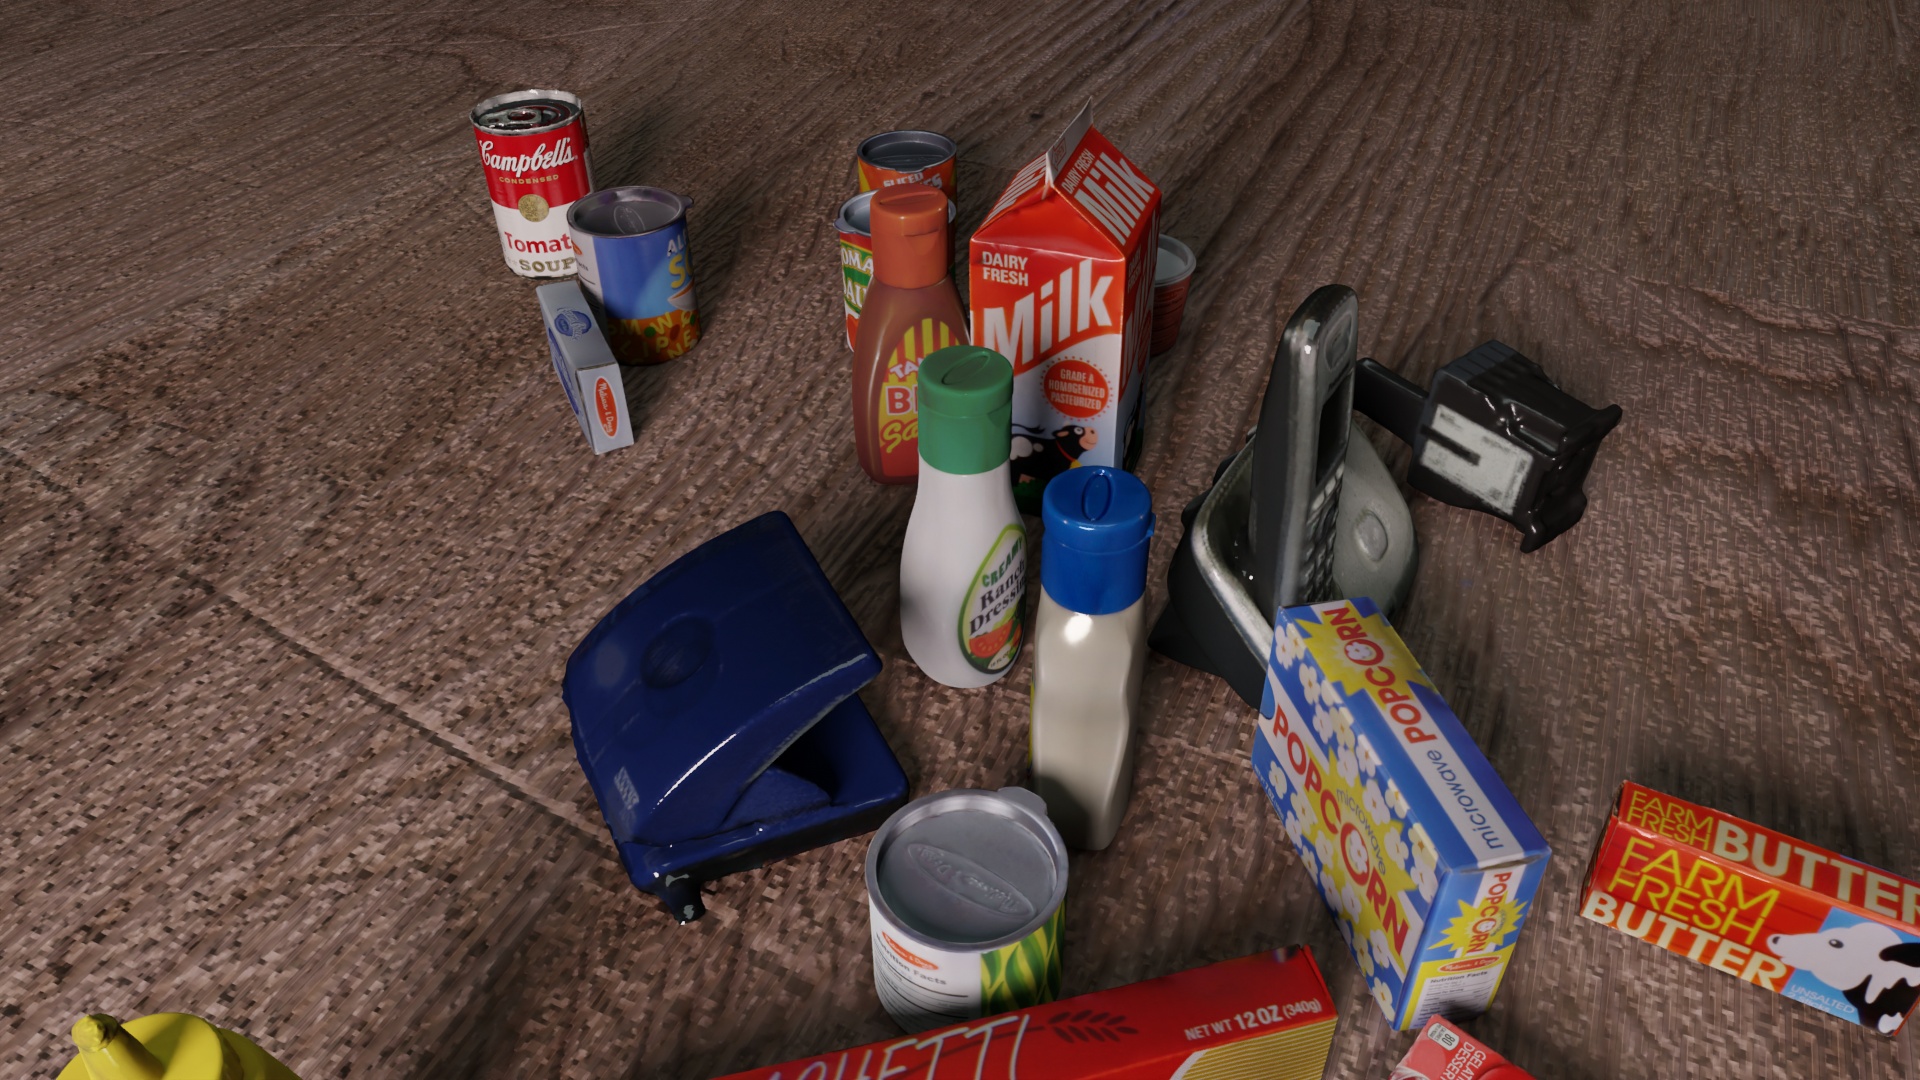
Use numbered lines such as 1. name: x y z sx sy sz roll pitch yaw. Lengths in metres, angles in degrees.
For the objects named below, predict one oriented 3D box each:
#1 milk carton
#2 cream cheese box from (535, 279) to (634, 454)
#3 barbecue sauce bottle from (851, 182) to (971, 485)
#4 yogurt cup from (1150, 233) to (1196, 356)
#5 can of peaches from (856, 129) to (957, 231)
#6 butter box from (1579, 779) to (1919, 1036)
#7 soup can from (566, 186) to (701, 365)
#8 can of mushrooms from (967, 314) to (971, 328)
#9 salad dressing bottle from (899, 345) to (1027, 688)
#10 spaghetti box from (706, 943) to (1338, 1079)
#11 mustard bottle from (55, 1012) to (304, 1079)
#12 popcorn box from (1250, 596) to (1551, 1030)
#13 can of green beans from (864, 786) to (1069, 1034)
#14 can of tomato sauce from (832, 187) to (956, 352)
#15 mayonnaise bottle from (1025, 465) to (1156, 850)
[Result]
1. milk carton: 0.049 -0.105 0.654 0.073 0.189 0.073 11 40 15
2. cream cheese box: -0.205 -0.096 0.757 0.024 0.053 0.104 -16 41 -19
3. barbecue sauce bottle: -0.023 -0.099 0.682 0.065 0.147 0.044 -14 40 -16
4. yogurt cup: 0.101 -0.143 0.811 0.072 0.053 0.073 0 38 0
5. can of peaches: -0.035 -0.233 0.925 0.071 0.057 0.071 0 38 0
6. butter box: 0.269 0.123 0.470 0.103 0.052 0.024 19 42 24
7. soup can: -0.185 -0.154 0.806 0.071 0.083 0.072 0 38 0
8. can of mushrooms: 0.005 -0.094 0.767 0.071 0.033 0.071 0 38 0
9. salad dressing bottle: 0.002 -0.007 0.564 0.044 0.146 0.064 23 44 28
10. spaghetti box: -0.009 0.172 0.415 0.250 0.049 0.029 -9 39 -11
11. mustard bottle: -0.185 0.160 0.344 0.049 0.159 0.066 9 39 12
12. popcorn box: 0.147 0.092 0.486 0.038 0.084 0.127 -9 39 -10
13. can of green beans: 0.003 0.127 0.466 0.071 0.057 0.071 0 38 0
14. can of tomato sauce: -0.037 -0.151 0.801 0.071 0.082 0.071 0 38 0
15. mayonnaise bottle: 0.046 0.042 0.500 0.041 0.147 0.065 6 39 9
